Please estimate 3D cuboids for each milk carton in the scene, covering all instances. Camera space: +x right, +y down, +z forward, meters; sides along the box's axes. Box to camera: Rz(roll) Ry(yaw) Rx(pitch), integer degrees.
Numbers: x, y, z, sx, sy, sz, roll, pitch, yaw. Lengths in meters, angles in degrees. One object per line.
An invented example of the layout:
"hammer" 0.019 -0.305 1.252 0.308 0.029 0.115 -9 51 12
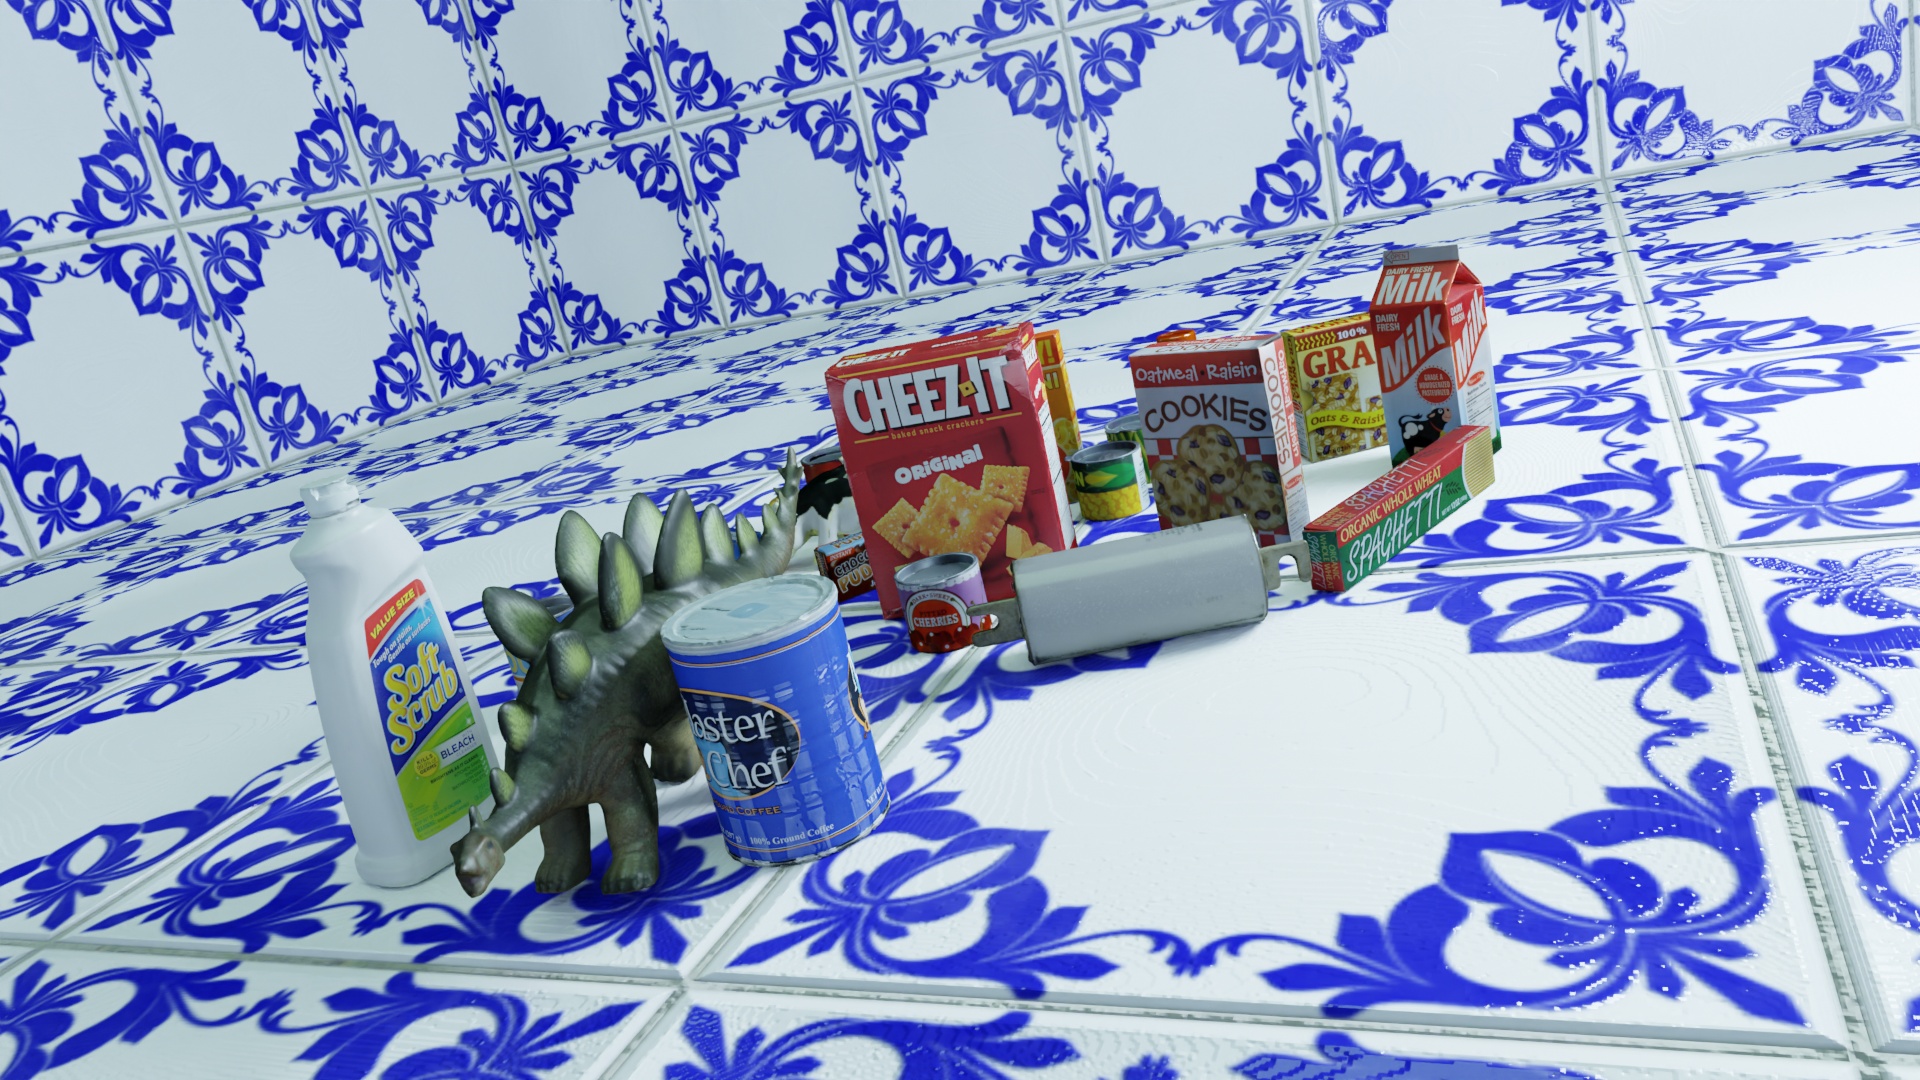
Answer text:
"milk carton" 0.408 -0.158 1.196 0.072 0.190 0.074 4 23 45

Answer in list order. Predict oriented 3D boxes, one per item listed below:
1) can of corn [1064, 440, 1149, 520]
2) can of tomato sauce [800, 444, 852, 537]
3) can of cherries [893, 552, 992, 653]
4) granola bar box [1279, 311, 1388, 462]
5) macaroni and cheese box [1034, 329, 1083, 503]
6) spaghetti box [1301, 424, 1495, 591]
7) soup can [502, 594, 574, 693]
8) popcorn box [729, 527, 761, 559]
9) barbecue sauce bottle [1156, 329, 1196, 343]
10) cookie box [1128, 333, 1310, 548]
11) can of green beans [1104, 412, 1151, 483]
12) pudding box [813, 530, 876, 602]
"can of corn" 0.137 -0.055 1.292 0.071 0.058 0.071 -12 16 4
"can of tomato sauce" -0.121 -0.051 1.425 0.071 0.083 0.071 -12 16 4
"can of cherries" -0.013 0.048 1.064 0.071 0.058 0.072 -12 16 4
"granola bar box" 0.394 -0.153 1.306 0.166 0.123 0.039 -14 16 -3
"macaroni and cheese box" 0.051 -0.113 1.355 0.124 0.166 0.040 -9 16 12
"spaghetti box" 0.342 -0.028 1.066 0.028 0.050 0.251 4 24 46
"soup can" -0.325 0.094 1.100 0.071 0.083 0.071 -12 16 4
"popcorn box" -0.213 0.032 1.218 0.038 0.085 0.126 -25 21 -37
"barbecue sauce bottle" 0.212 -0.120 1.290 0.065 0.148 0.044 -1 20 36
"cookie box" 0.210 -0.079 1.124 0.123 0.167 0.040 2 22 42
"can of green beans" 0.180 -0.092 1.379 0.071 0.057 0.071 -12 16 4
"pudding box" -0.084 0.017 1.233 0.084 0.049 0.030 -21 18 -25
